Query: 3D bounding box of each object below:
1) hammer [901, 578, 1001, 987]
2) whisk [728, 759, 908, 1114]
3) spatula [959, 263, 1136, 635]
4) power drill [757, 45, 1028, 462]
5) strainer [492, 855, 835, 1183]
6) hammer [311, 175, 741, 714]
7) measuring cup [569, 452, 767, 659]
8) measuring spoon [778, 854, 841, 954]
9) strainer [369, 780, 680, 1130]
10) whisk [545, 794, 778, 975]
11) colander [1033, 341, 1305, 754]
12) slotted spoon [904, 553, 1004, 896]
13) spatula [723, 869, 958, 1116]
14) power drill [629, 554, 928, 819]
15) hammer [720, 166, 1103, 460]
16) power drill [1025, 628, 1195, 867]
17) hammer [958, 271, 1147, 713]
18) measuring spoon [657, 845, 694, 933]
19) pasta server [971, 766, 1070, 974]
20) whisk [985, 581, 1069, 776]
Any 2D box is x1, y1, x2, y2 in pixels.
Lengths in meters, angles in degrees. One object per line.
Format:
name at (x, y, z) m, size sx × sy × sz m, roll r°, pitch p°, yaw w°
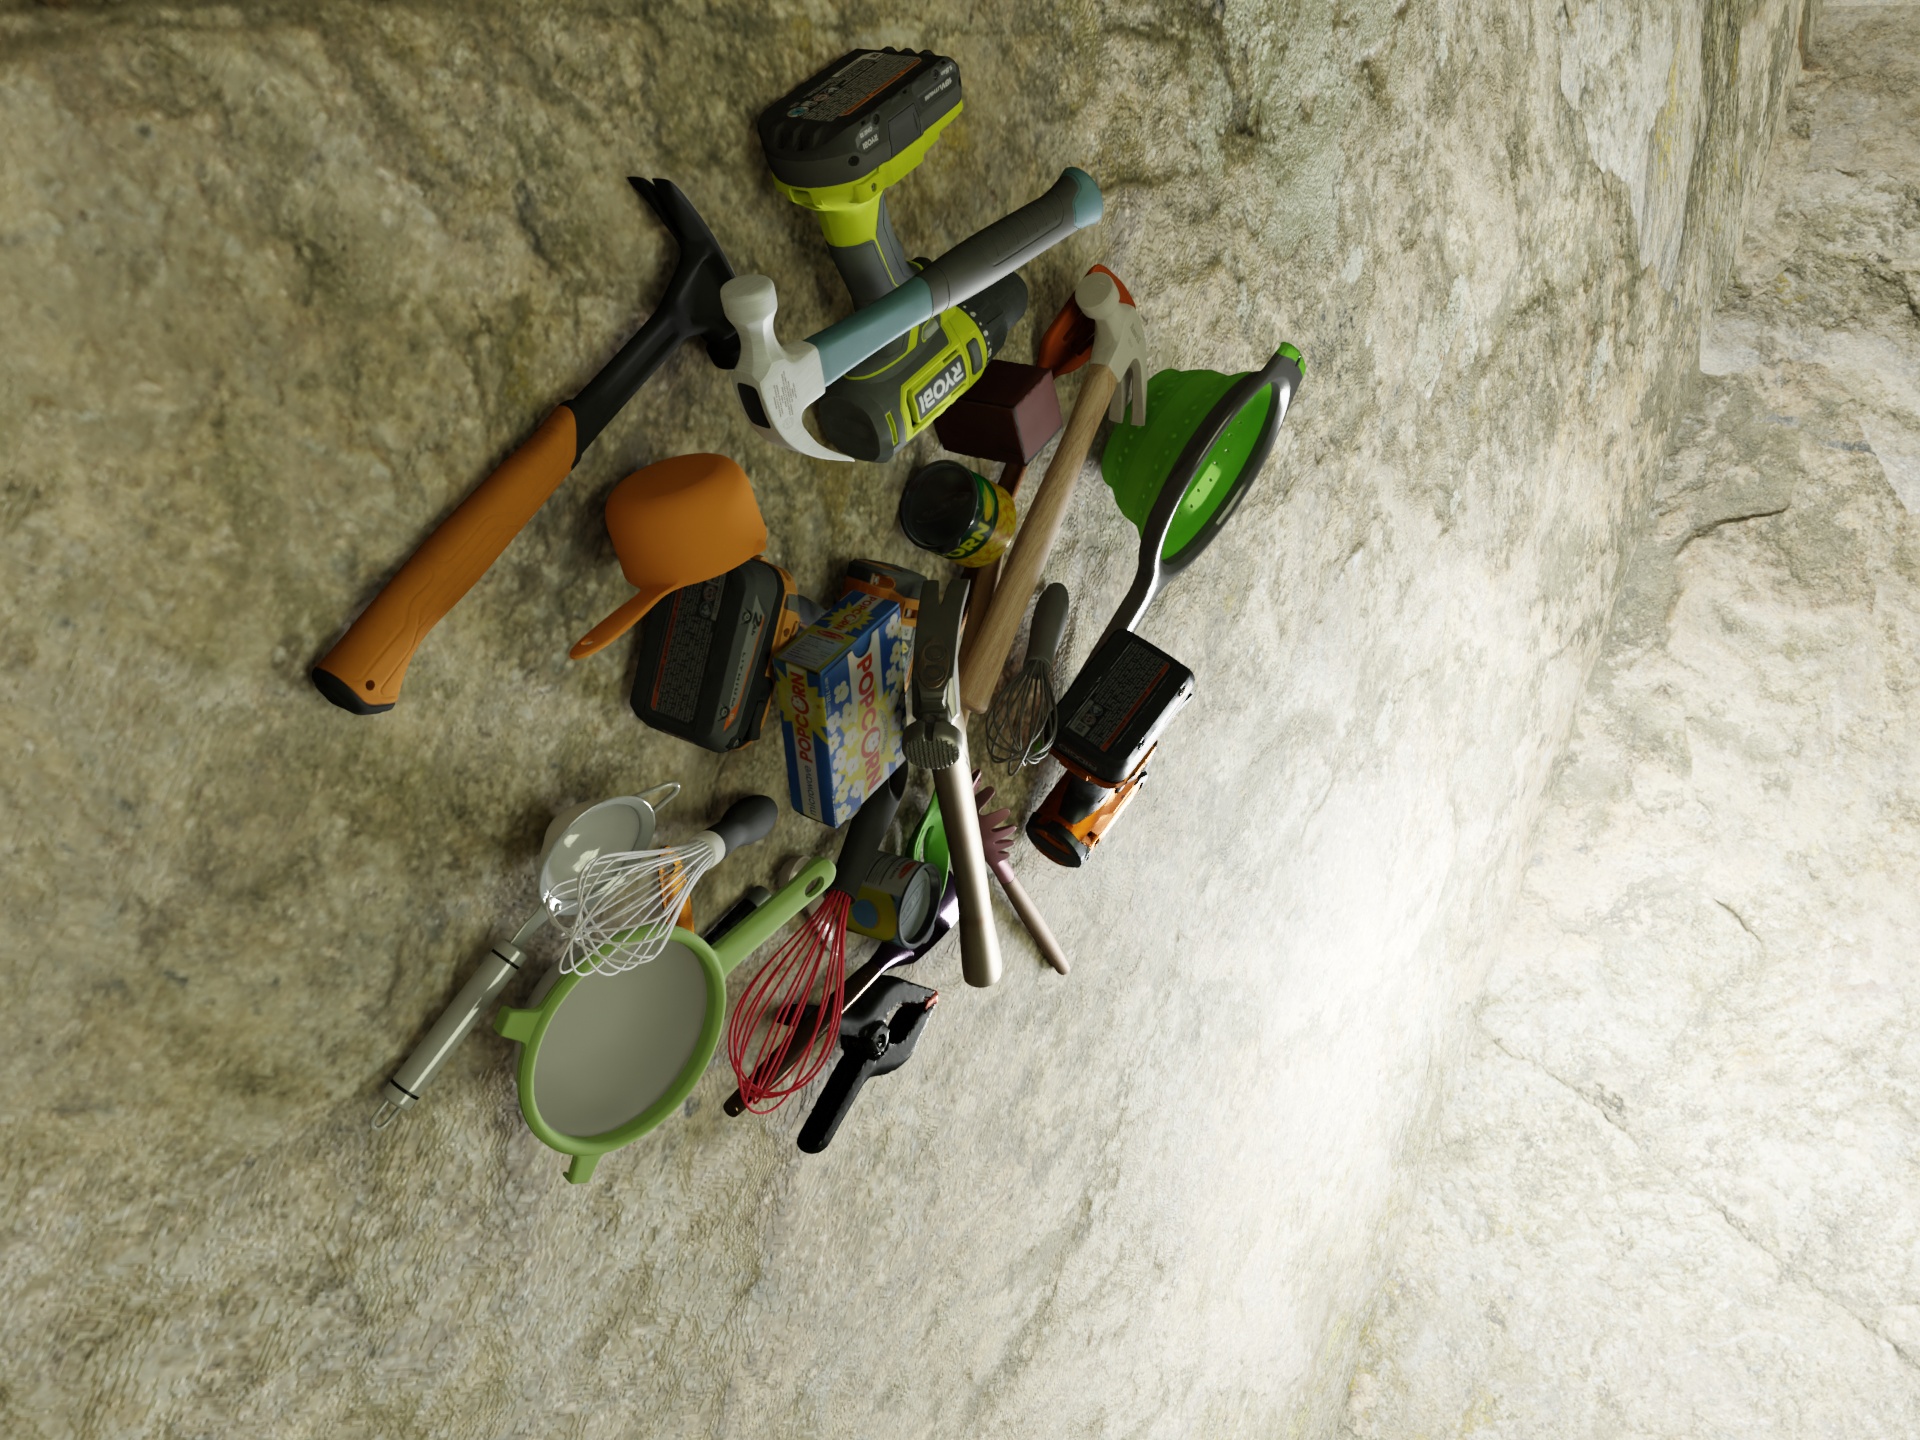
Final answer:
hammer at (0.002, 0.075, 1.187) m, size 0.410 × 0.038 × 0.146 m, roll 82°, pitch 10°, yaw -53°
whisk at (-0.092, 0.141, 1.127) m, size 0.073 × 0.073 × 0.296 m, roll 62°, pitch 40°, yaw -46°
spatula at (0.050, -0.194, 1.227) m, size 0.081 × 0.041 × 0.322 m, roll 28°, pitch 82°, yaw -58°
power drill at (-0.033, -0.307, 1.031) m, size 0.190 × 0.080 × 0.228 m, roll -48°, pitch 141°, yaw -30°
strainer at (-0.188, 0.157, 1.008) m, size 0.256 × 0.069 × 0.151 m, roll -39°, pitch 135°, yaw -33°
hammer at (-0.231, -0.143, 0.859) m, size 0.337 × 0.034 × 0.127 m, roll -56°, pitch 143°, yaw -23°
measuring cup at (-0.176, -0.097, 0.887) m, size 0.174 × 0.095 × 0.052 m, roll -56°, pitch 139°, yaw -51°
measuring spoon at (-0.111, 0.139, 1.173) m, size 0.034 × 0.018 × 0.124 m, roll -63°, pitch 152°, yaw -30°
strainer at (-0.261, 0.128, 0.931) m, size 0.258 × 0.050 × 0.086 m, roll -54°, pitch 155°, yaw -16°
whisk at (-0.170, 0.089, 0.968) m, size 0.284 × 0.070 × 0.070 m, roll -38°, pitch 137°, yaw -72°
colander at (0.142, -0.156, 1.343) m, size 0.397 × 0.094 × 0.204 m, roll -59°, pitch 163°, yaw 12°
slotted spoon at (-0.002, -0.004, 1.228) m, size 0.070 × 0.031 × 0.313 m, roll -20°, pitch 124°, yaw -66°
spatula at (-0.081, 0.200, 1.200) m, size 0.316 × 0.018 × 0.059 m, roll -40°, pitch 120°, yaw -51°
power drill at (-0.111, -0.021, 1.046) m, size 0.226 × 0.084 × 0.185 m, roll 1°, pitch 105°, yaw -59°
hammer at (-0.016, -0.267, 0.979) m, size 0.331 × 0.033 × 0.128 m, roll -41°, pitch 140°, yaw -35°
power drill at (0.129, 0.017, 1.335) m, size 0.164 × 0.084 × 0.226 m, roll -51°, pitch 166°, yaw -22°
hammer at (0.068, -0.161, 1.202) m, size 0.130 × 0.031 × 0.331 m, roll 36°, pitch 74°, yaw -60°
measuring spoon at (-0.186, 0.139, 1.048) m, size 0.021 × 0.011 × 0.117 m, roll -15°, pitch 101°, yaw -41°
pasta server at (0.054, 0.144, 1.382) m, size 0.040 × 0.060 × 0.315 m, roll -34°, pitch 140°, yaw -4°
whisk at (0.060, -0.039, 1.239) m, size 0.239 × 0.055 × 0.055 m, roll -73°, pitch 157°, yaw -52°
